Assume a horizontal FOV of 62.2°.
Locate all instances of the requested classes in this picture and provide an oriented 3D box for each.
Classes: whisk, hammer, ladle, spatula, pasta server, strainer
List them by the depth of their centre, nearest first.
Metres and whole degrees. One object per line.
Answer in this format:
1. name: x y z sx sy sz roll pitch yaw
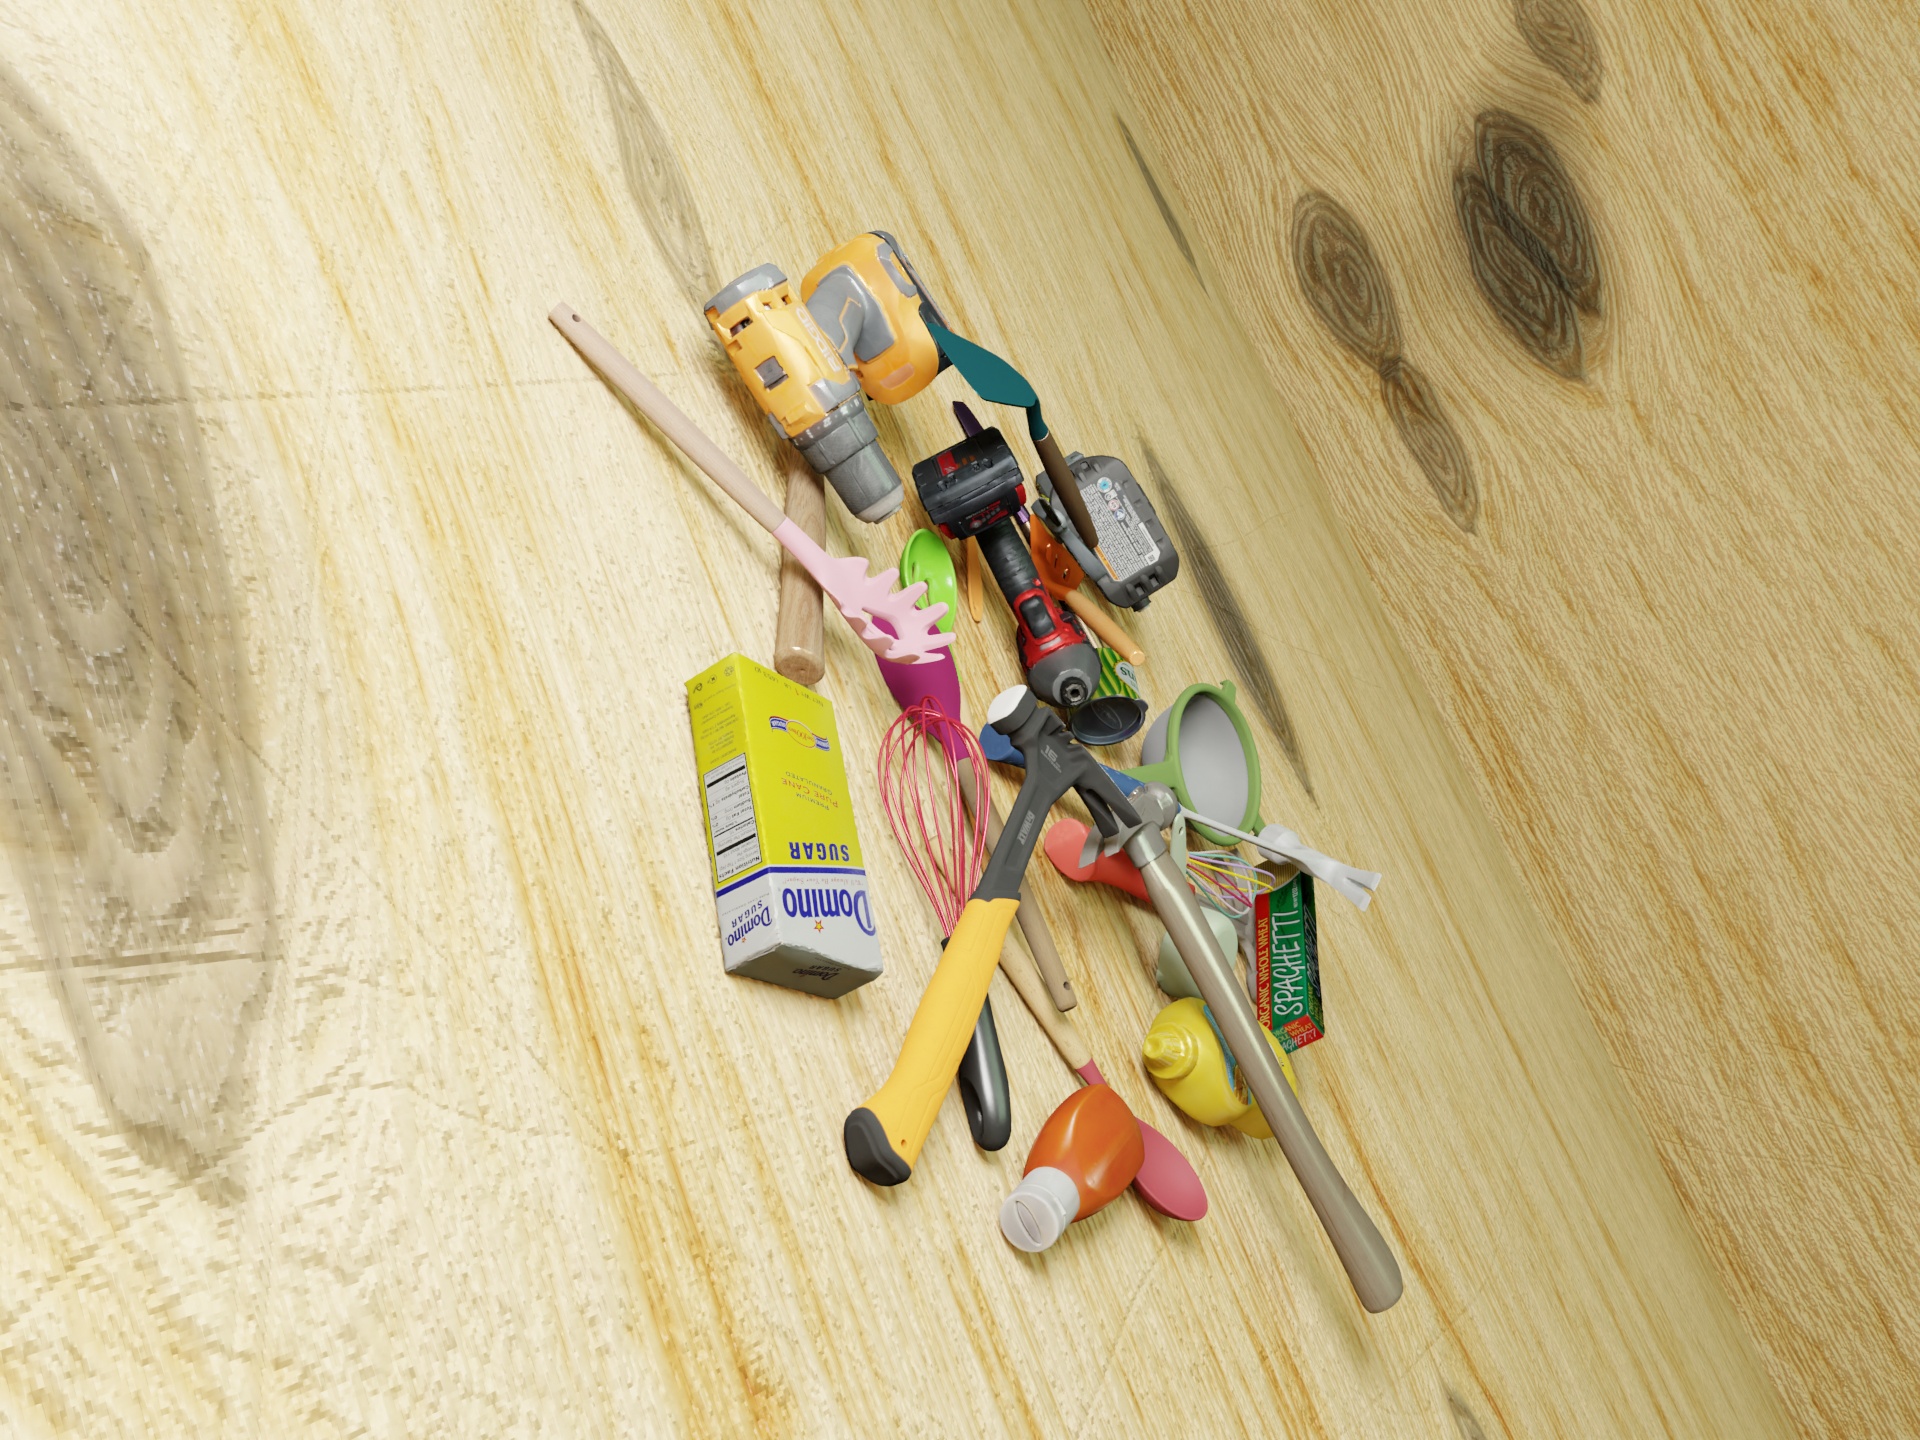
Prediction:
1. hammer: 0.017 0.128 0.927 0.127 0.034 0.337 47 43 -19
2. whisk: -0.004 0.117 0.981 0.073 0.073 0.296 28 45 -52
3. pasta server: -0.128 -0.144 0.988 0.316 0.040 0.060 44 44 -15
4. ladle: 0.068 0.208 1.061 0.315 0.031 0.069 56 21 -7
5. hammer: -0.106 -0.149 1.099 0.129 0.031 0.332 41 31 -37
6. hammer: 0.208 0.244 1.143 0.410 0.038 0.146 62 26 -1
7. spatula: 0.058 -0.207 1.243 0.082 0.044 0.317 58 4 28
8. hammer: 0.181 0.074 1.290 0.405 0.035 0.144 22 4 -37
9. whisk: 0.184 0.118 1.294 0.047 0.051 0.244 37 8 41
10. hammer: 0.173 0.136 1.339 0.358 0.036 0.149 30 38 -51
11. spatula: 0.109 -0.105 1.356 0.081 0.041 0.323 47 4 -22
12. strainer: 0.178 0.050 1.423 0.256 0.069 0.151 -8 85 -50
13. spatula: 0.075 -0.163 1.493 0.316 0.018 0.060 62 21 3

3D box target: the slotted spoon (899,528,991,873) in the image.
1. slotted spoon: -0.002 -0.004 1.154 0.070 0.031 0.314 28 42 -51

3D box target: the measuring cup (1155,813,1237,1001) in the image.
1. measuring cup: 0.187 0.148 1.249 0.083 0.038 0.167 -36 130 -43

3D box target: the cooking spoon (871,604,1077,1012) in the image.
1. cooking spoon: 0.012 0.051 1.091 0.068 0.017 0.319 -6 64 -40

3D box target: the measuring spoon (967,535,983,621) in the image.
1. measuring spoon: 0.008 -0.126 1.331 0.021 0.011 0.117 44 32 -44

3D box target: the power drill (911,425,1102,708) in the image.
1. power drill: 0.046 -0.111 1.255 0.219 0.078 0.143 62 5 -21

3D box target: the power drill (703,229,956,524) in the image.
1. power drill: -0.074 -0.249 1.135 0.185 0.084 0.226 56 29 -12

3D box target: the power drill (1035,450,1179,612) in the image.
1. power drill: 0.140 -0.174 1.507 0.171 0.080 0.223 58 4 -6
